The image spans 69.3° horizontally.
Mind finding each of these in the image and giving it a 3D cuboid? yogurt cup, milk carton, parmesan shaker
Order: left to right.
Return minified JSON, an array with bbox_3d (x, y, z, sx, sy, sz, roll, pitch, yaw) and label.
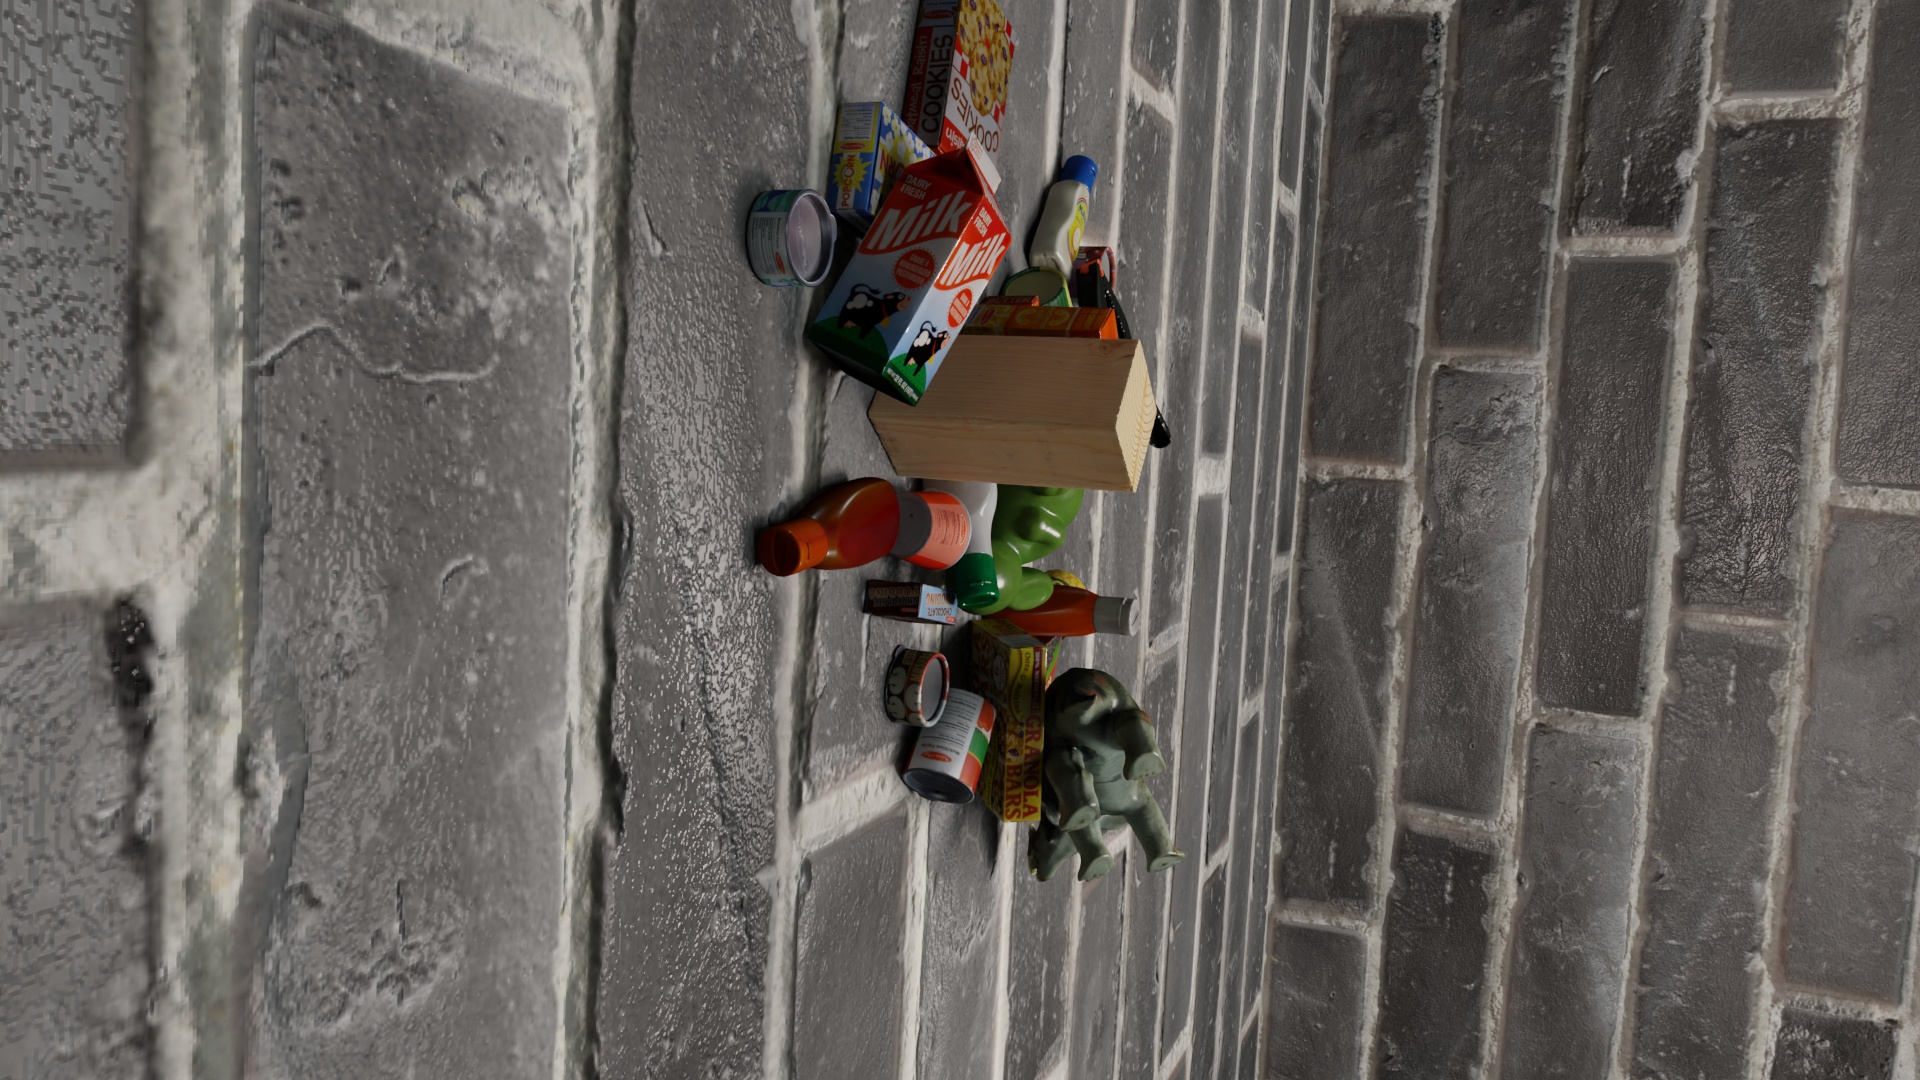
[{"bbox_3d":[-0.033,-0.010,1.150,0.054,0.072,0.072,12,84,-59],"label":"yogurt cup"},{"bbox_3d":[-0.027,-0.205,1.029,0.190,0.073,0.072,-60,156,-5],"label":"milk carton"},{"bbox_3d":[0.081,-0.214,1.383,0.102,0.071,0.072,67,35,-47],"label":"parmesan shaker"}]

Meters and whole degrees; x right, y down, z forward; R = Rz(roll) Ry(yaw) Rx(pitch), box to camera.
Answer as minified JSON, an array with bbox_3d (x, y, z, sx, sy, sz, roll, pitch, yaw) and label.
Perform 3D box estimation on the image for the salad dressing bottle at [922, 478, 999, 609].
[{"bbox_3d":[0.004,-0.015,1.194,0.043,0.064,0.148,79,1,-66],"label":"salad dressing bottle"}]

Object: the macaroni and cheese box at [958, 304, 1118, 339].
[{"bbox_3d":[0.055,-0.141,1.197,0.040,0.166,0.123,-62,148,-43],"label":"macaroni and cheese box"}]

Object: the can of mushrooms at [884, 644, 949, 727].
[{"bbox_3d":[-0.037,0.126,1.204,0.071,0.033,0.071,5,91,-67],"label":"can of mushrooms"}]

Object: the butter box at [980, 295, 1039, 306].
[{"bbox_3d":[0.051,-0.182,1.329,0.024,0.053,0.103,-52,141,-56],"label":"butter box"}]

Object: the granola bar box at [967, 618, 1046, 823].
[{"bbox_3d":[0.040,0.166,1.307,0.124,0.039,0.165,-153,-117,-72],"label":"granola bar box"}]

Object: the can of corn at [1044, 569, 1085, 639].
[{"bbox_3d":[0.096,0.067,1.469,0.058,0.071,0.071,-37,129,-62],"label":"can of corn"}]

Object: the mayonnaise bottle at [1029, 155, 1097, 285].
[{"bbox_3d":[0.110,-0.338,1.452,0.064,0.041,0.149,64,38,-55],"label":"mayonnaise bottle"}]

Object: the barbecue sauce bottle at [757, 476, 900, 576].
[{"bbox_3d":[-0.095,-0.006,1.025,0.149,0.043,0.064,-25,117,-64],"label":"barbecue sauce bottle"}]

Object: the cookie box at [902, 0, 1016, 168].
[{"bbox_3d":[0.001,-0.385,1.181,0.123,0.040,0.167,27,70,-66],"label":"cookie box"}]

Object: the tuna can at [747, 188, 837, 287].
[{"bbox_3d":[-0.115,-0.207,0.950,0.071,0.033,0.071,4,91,-68],"label":"tuna can"}]

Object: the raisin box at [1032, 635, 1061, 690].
[{"bbox_3d":[0.064,0.151,1.415,0.086,0.040,0.123,-34,138,-63],"label":"raisin box"}]

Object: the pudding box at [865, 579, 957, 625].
[{"bbox_3d":[-0.040,0.052,1.161,0.083,0.049,0.030,22,73,-67],"label":"pudding box"}]

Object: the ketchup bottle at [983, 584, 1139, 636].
[{"bbox_3d":[0.101,0.070,1.375,0.065,0.149,0.043,-52,140,-53],"label":"ketchup bottle"}]

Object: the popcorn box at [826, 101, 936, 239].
[{"bbox_3d":[-0.055,-0.273,1.073,0.126,0.038,0.085,20,74,-66],"label":"popcorn box"}]

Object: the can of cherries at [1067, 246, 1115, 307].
[{"bbox_3d":[0.131,-0.286,1.491,0.071,0.058,0.071,4,91,-68],"label":"can of cherries"}]

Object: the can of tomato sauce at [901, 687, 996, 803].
[{"bbox_3d":[-0.009,0.184,1.242,0.071,0.071,0.083,66,36,-50],"label":"can of tomato sauce"}]
